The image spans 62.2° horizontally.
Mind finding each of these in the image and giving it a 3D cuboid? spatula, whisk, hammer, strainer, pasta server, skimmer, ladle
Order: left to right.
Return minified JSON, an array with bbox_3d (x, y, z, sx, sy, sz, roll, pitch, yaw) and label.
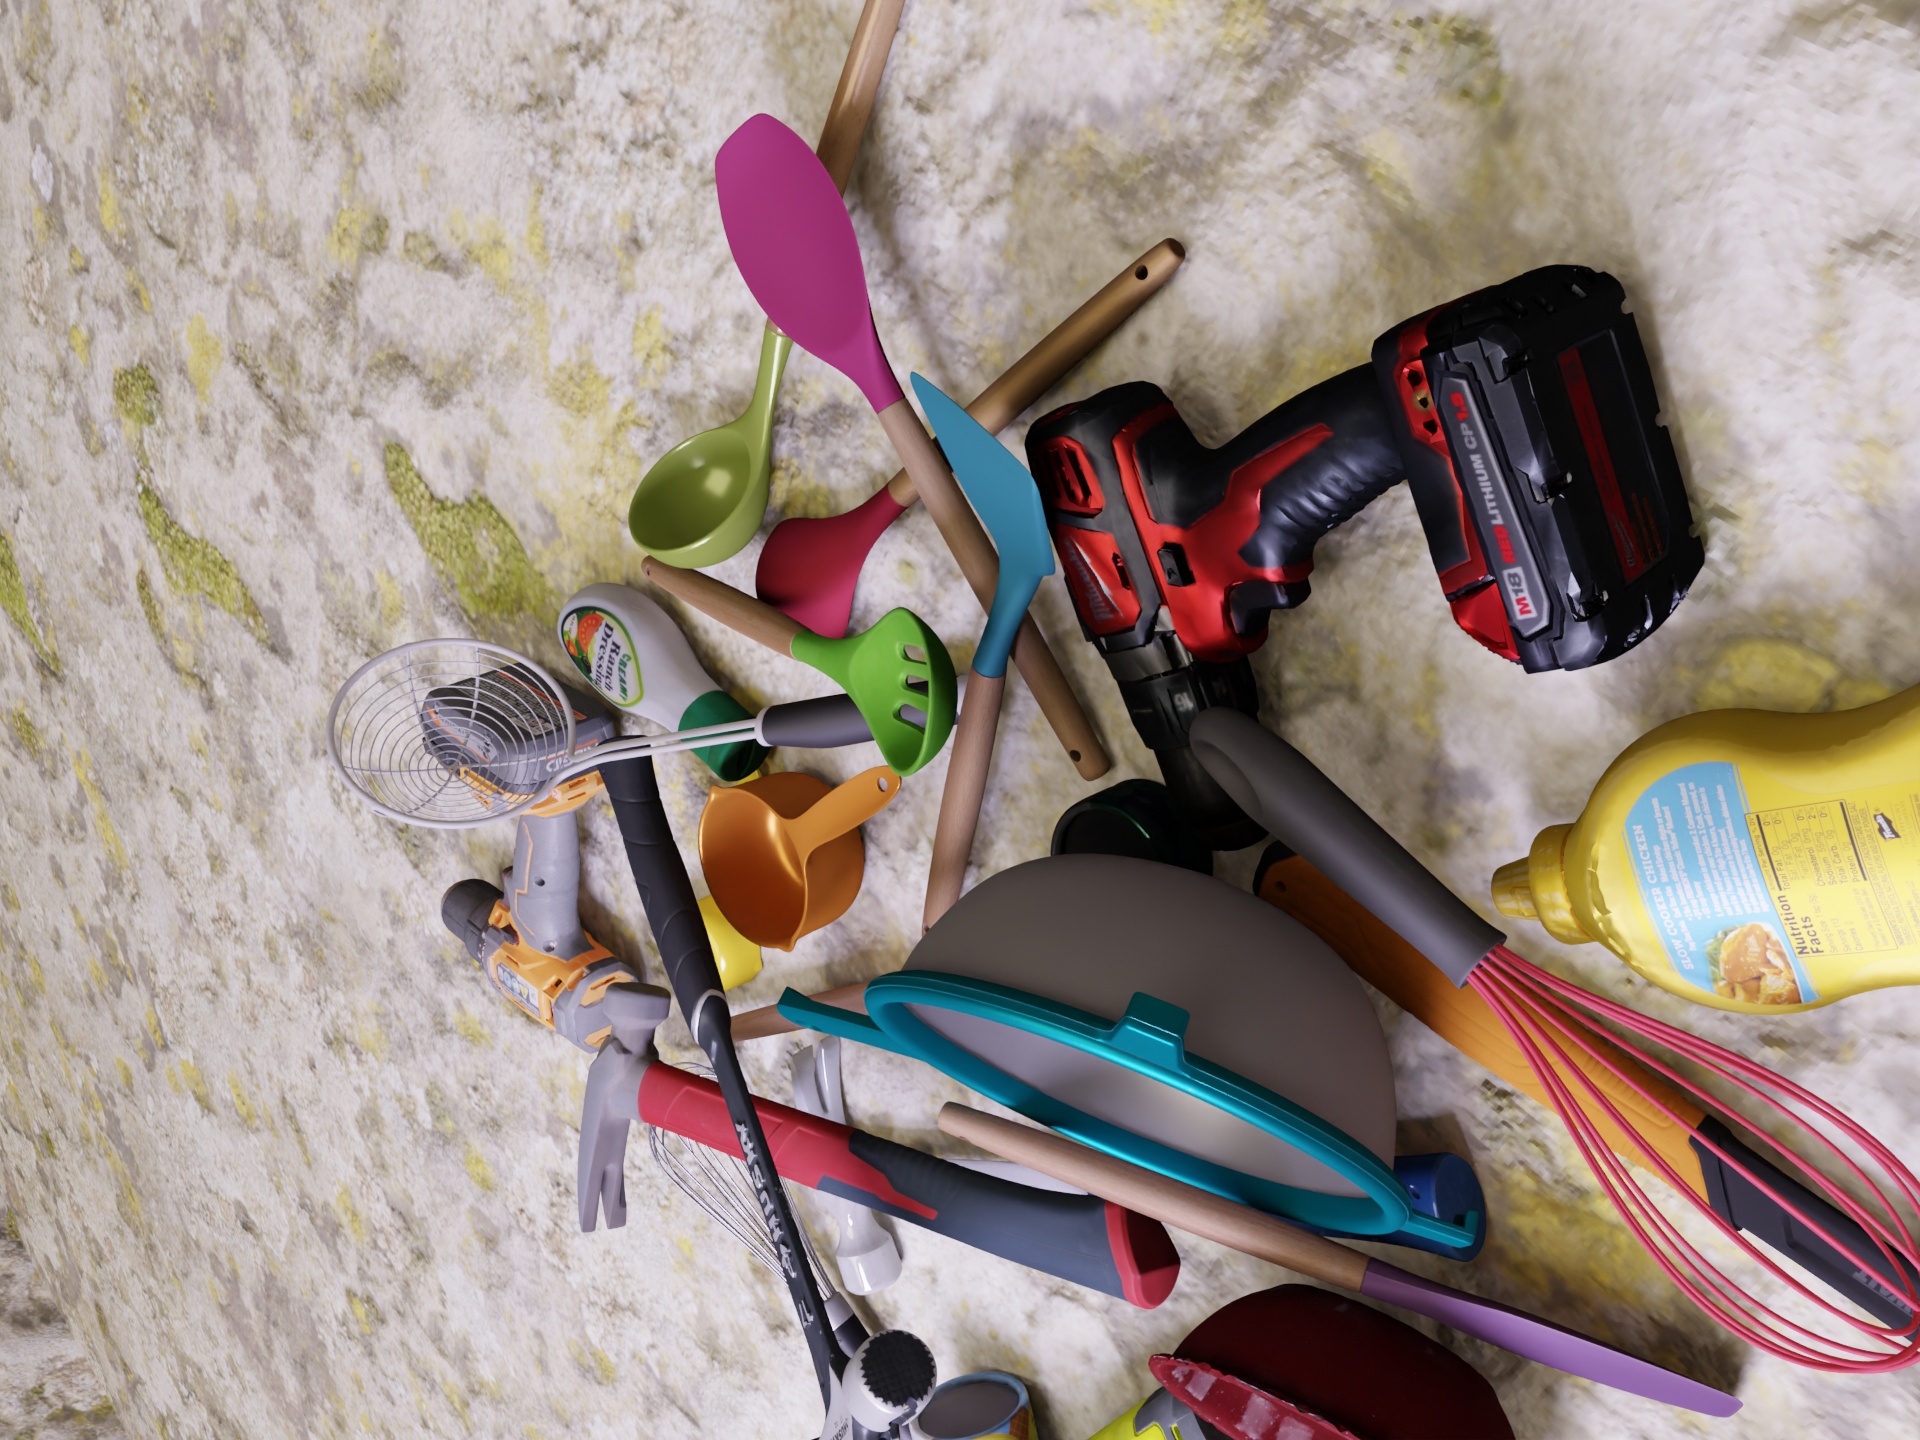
[{"bbox_3d":[-0.160,-0.009,0.800,0.363,0.127,0.090,-8,133,28],"label":"skimmer"},{"bbox_3d":[-0.119,0.169,0.797,0.409,0.036,0.149,64,145,32],"label":"hammer"},{"bbox_3d":[-0.087,-0.207,0.735,0.078,0.062,0.320,60,137,41],"label":"ladle"},{"bbox_3d":[-0.096,0.323,0.936,0.285,0.070,0.070,52,133,12],"label":"whisk"},{"bbox_3d":[-0.063,0.238,0.806,0.386,0.038,0.143,6,88,40],"label":"hammer"},{"bbox_3d":[-0.048,0.147,0.827,0.316,0.040,0.060,-22,102,45],"label":"pasta server"},{"bbox_3d":[-0.011,-0.115,0.715,0.315,0.031,0.069,-35,81,44],"label":"ladle"},{"bbox_3d":[-0.001,-0.002,0.697,0.082,0.044,0.317,46,143,34],"label":"spatula"},{"bbox_3d":[0.037,0.108,0.650,0.210,0.095,0.340,37,158,-32],"label":"strainer"},{"bbox_3d":[0.055,0.217,0.759,0.405,0.035,0.144,-15,94,46],"label":"hammer"},{"bbox_3d":[0.134,0.209,0.624,0.316,0.018,0.059,15,154,22],"label":"spatula"},{"bbox_3d":[0.183,0.092,0.512,0.296,0.073,0.073,43,130,24],"label":"whisk"},{"bbox_3d":[0.239,0.147,0.556,0.337,0.034,0.127,37,126,30],"label":"hammer"}]

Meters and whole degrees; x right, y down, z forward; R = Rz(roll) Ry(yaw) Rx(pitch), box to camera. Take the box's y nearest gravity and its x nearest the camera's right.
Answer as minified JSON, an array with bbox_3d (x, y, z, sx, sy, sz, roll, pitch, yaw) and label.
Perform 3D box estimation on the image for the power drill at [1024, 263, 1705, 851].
[{"bbox_3d":[0.132,-0.046,0.563,0.227,0.080,0.188,-10,104,50],"label":"power drill"}]

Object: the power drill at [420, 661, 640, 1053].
[{"bbox_3d":[-0.284,0.081,1.017,0.185,0.084,0.226,24,124,39],"label":"power drill"}]

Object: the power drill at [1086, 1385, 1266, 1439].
[{"bbox_3d":[0.134,0.424,0.731,0.223,0.080,0.171,53,134,22],"label":"power drill"}]

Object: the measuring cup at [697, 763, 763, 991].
[{"bbox_3d":[-0.136,0.091,0.906,0.062,0.029,0.156,35,128,31],"label":"measuring cup"}]

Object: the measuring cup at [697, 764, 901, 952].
[{"bbox_3d":[-0.066,0.054,0.811,0.173,0.052,0.095,-33,80,44],"label":"measuring cup"}]

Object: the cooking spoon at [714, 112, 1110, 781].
[{"bbox_3d":[-0.017,-0.114,0.690,0.069,0.017,0.319,-26,95,41],"label":"cooking spoon"}]

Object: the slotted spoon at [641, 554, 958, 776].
[{"bbox_3d":[-0.086,-0.044,0.757,0.314,0.031,0.070,27,115,52],"label":"slotted spoon"}]
